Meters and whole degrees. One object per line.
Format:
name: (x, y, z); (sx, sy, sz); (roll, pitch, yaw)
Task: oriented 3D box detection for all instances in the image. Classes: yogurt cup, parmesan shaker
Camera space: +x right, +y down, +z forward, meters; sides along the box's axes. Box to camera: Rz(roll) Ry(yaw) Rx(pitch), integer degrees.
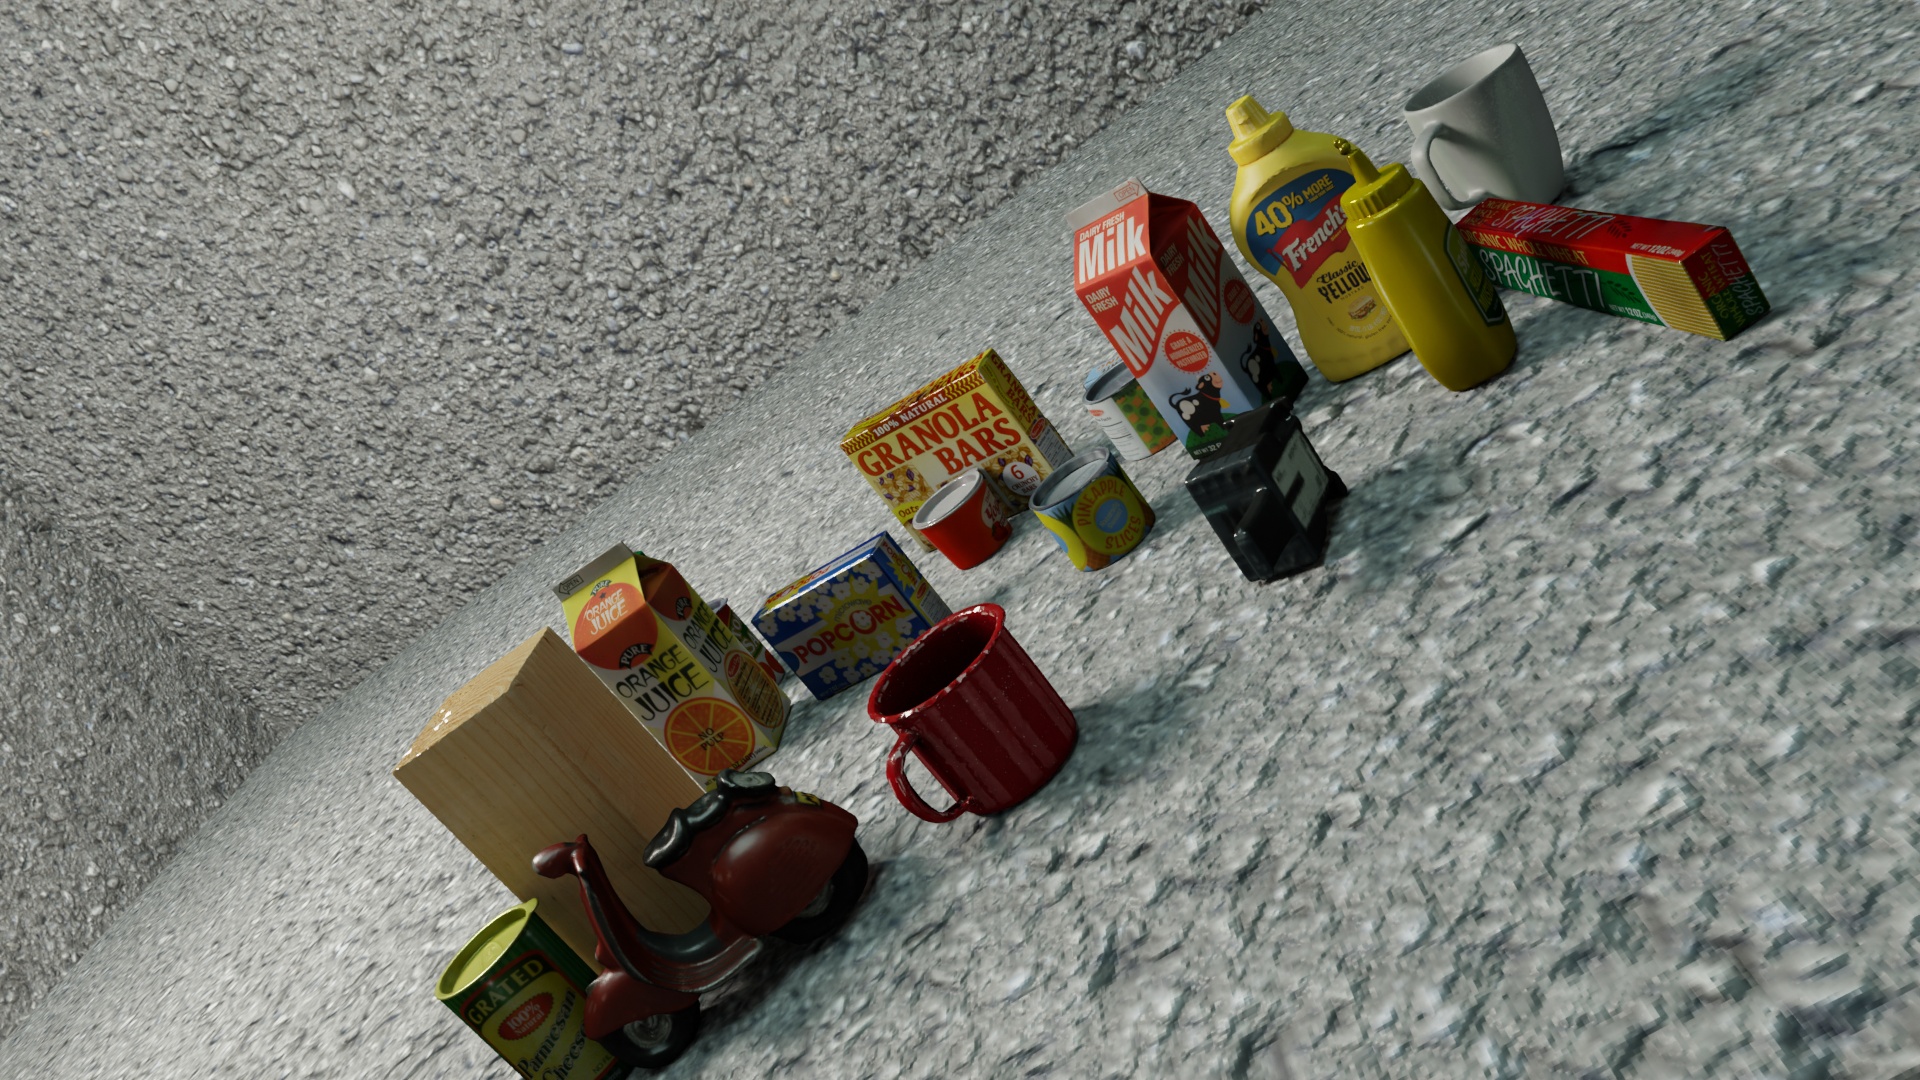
yogurt cup: (0.004, -0.014, 1.101); (0.072, 0.054, 0.072); (-35, 17, 12)
parmesan shaker: (-0.231, 0.262, 0.781); (0.071, 0.103, 0.071); (-35, 17, 12)

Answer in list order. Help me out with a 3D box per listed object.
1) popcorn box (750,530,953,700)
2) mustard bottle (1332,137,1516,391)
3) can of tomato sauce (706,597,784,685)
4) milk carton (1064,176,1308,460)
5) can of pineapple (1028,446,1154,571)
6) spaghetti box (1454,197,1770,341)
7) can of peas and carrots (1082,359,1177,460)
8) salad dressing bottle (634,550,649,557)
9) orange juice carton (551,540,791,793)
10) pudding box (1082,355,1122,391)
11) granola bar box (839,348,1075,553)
popcorn box: (-0.081, 0.057, 1.035); (0.126, 0.085, 0.038); (-29, 19, 29)
mustard bottle: (0.257, -0.161, 0.785); (0.048, 0.160, 0.066); (-25, 21, 37)
can of tomato sauce: (-0.197, 0.099, 1.168); (0.071, 0.083, 0.071); (-35, 17, 12)
milk carton: (0.147, -0.155, 0.939); (0.072, 0.190, 0.074); (-19, 26, 49)
can of pineapple: (0.090, -0.021, 0.937); (0.071, 0.057, 0.071); (-35, 17, 12)
spaghetti box: (0.349, -0.156, 0.772); (0.028, 0.050, 0.251); (-37, 17, 6)
can of peas and carrots: (0.137, -0.104, 1.054); (0.071, 0.058, 0.071); (-35, 17, 12)
salad dressing bottle: (-0.246, 0.075, 1.218); (0.064, 0.147, 0.044); (-20, 24, 46)
orange juice carton: (-0.219, 0.089, 1.050); (0.071, 0.192, 0.073); (-34, 17, 16)
pudding box: (0.147, -0.129, 1.117); (0.083, 0.049, 0.030); (-26, 21, 35)
granola bar box: (-0.001, -0.070, 1.137); (0.165, 0.124, 0.039); (-24, 22, 40)
